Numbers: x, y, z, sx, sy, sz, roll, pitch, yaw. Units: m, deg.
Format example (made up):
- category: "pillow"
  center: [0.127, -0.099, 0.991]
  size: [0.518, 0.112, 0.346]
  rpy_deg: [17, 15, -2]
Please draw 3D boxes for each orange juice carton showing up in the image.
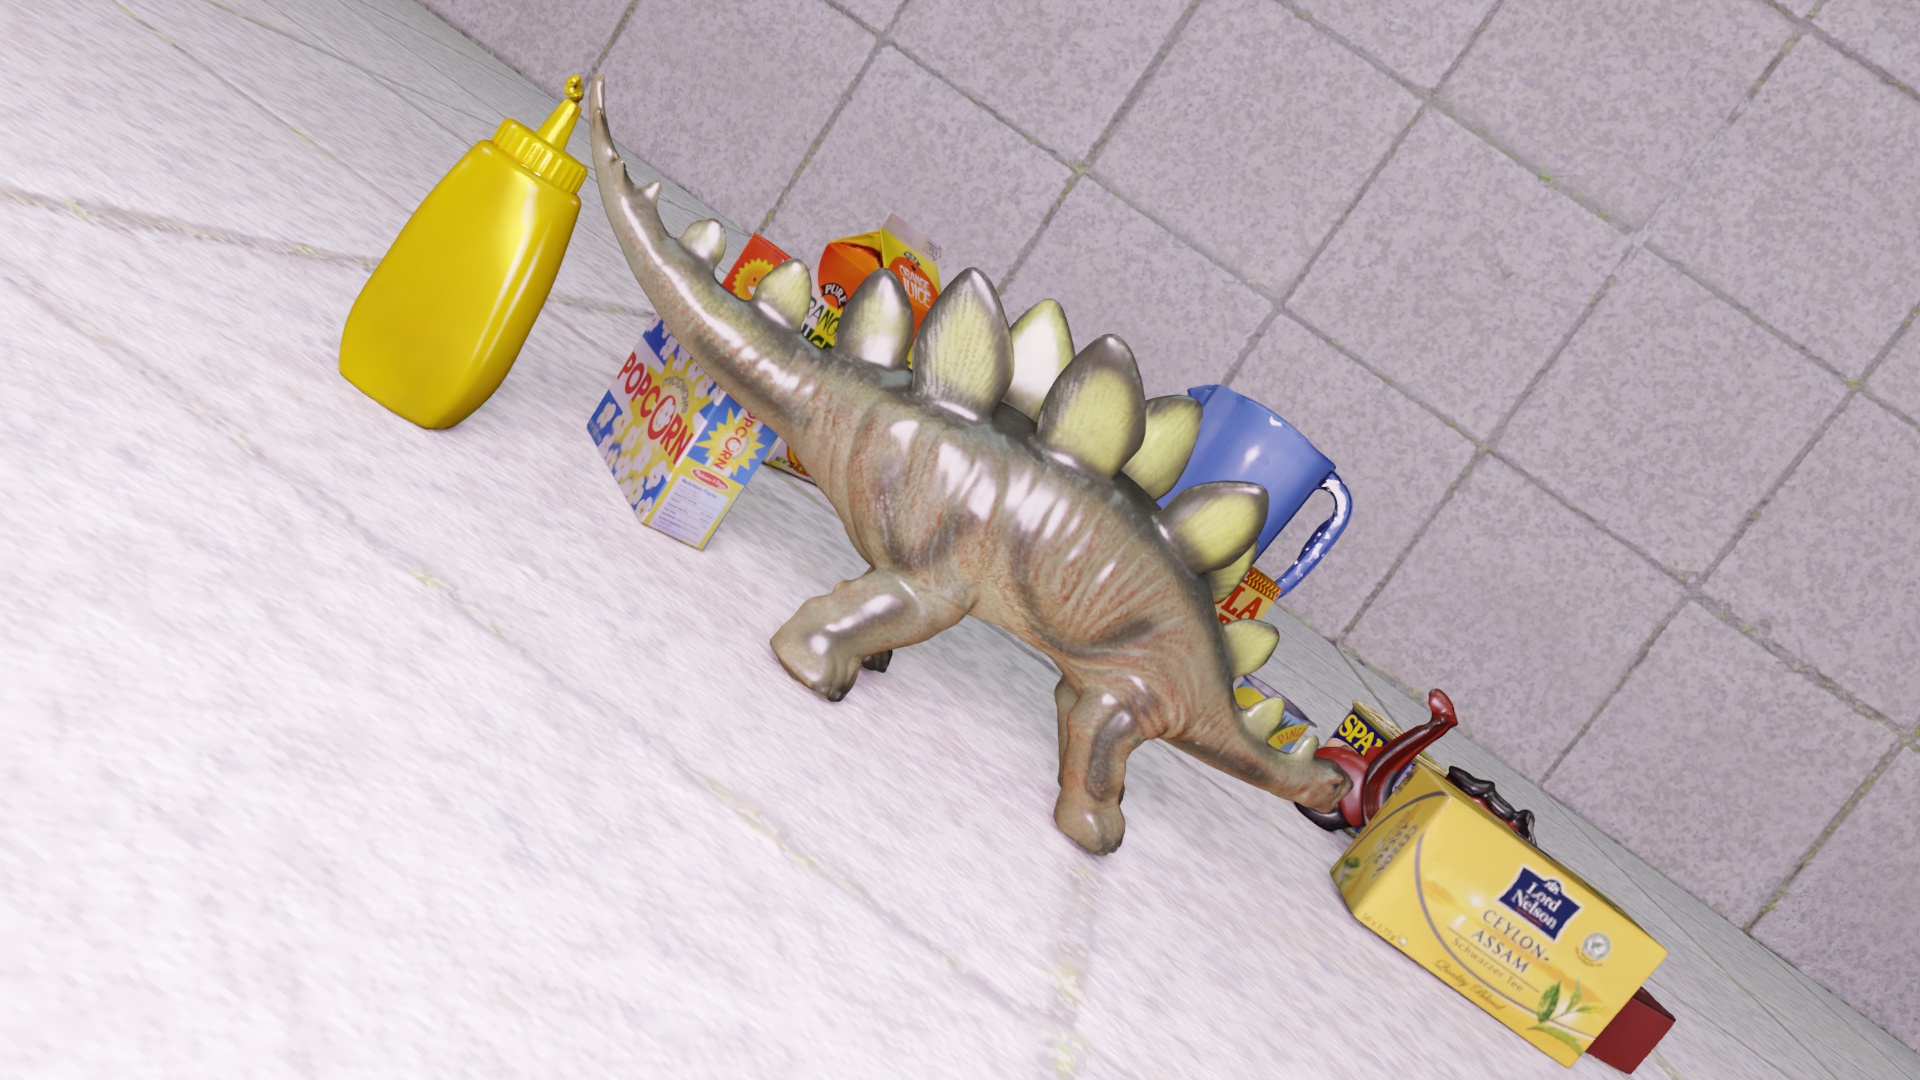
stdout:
- category: "orange juice carton"
  center: [-0.083, -0.139, 0.986]
  size: [0.073, 0.192, 0.072]
  rpy_deg: [41, 10, 35]

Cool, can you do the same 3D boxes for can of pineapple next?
- category: "can of pineapple"
  center: [0.228, 0.144, 1.070]
  size: [0.071, 0.057, 0.071]
  rpy_deg: [34, 9, -6]

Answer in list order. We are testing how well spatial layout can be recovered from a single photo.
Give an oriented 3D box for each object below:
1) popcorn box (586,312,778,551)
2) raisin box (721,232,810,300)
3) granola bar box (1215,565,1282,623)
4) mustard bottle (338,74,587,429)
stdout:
- category: "popcorn box"
  center: [-0.142, -0.062, 0.710]
  size: [0.038, 0.085, 0.127]
  rpy_deg: [29, 11, -37]
- category: "raisin box"
  center: [-0.150, -0.154, 1.042]
  size: [0.086, 0.123, 0.040]
  rpy_deg: [36, 8, 10]
- category: "granola bar box"
  center: [0.165, 0.049, 1.120]
  size: [0.165, 0.124, 0.039]
  rpy_deg: [29, 10, -35]
- category: "mustard bottle"
  center: [-0.199, -0.125, 0.588]
  size: [0.065, 0.160, 0.049]
  rpy_deg: [35, 8, -3]
